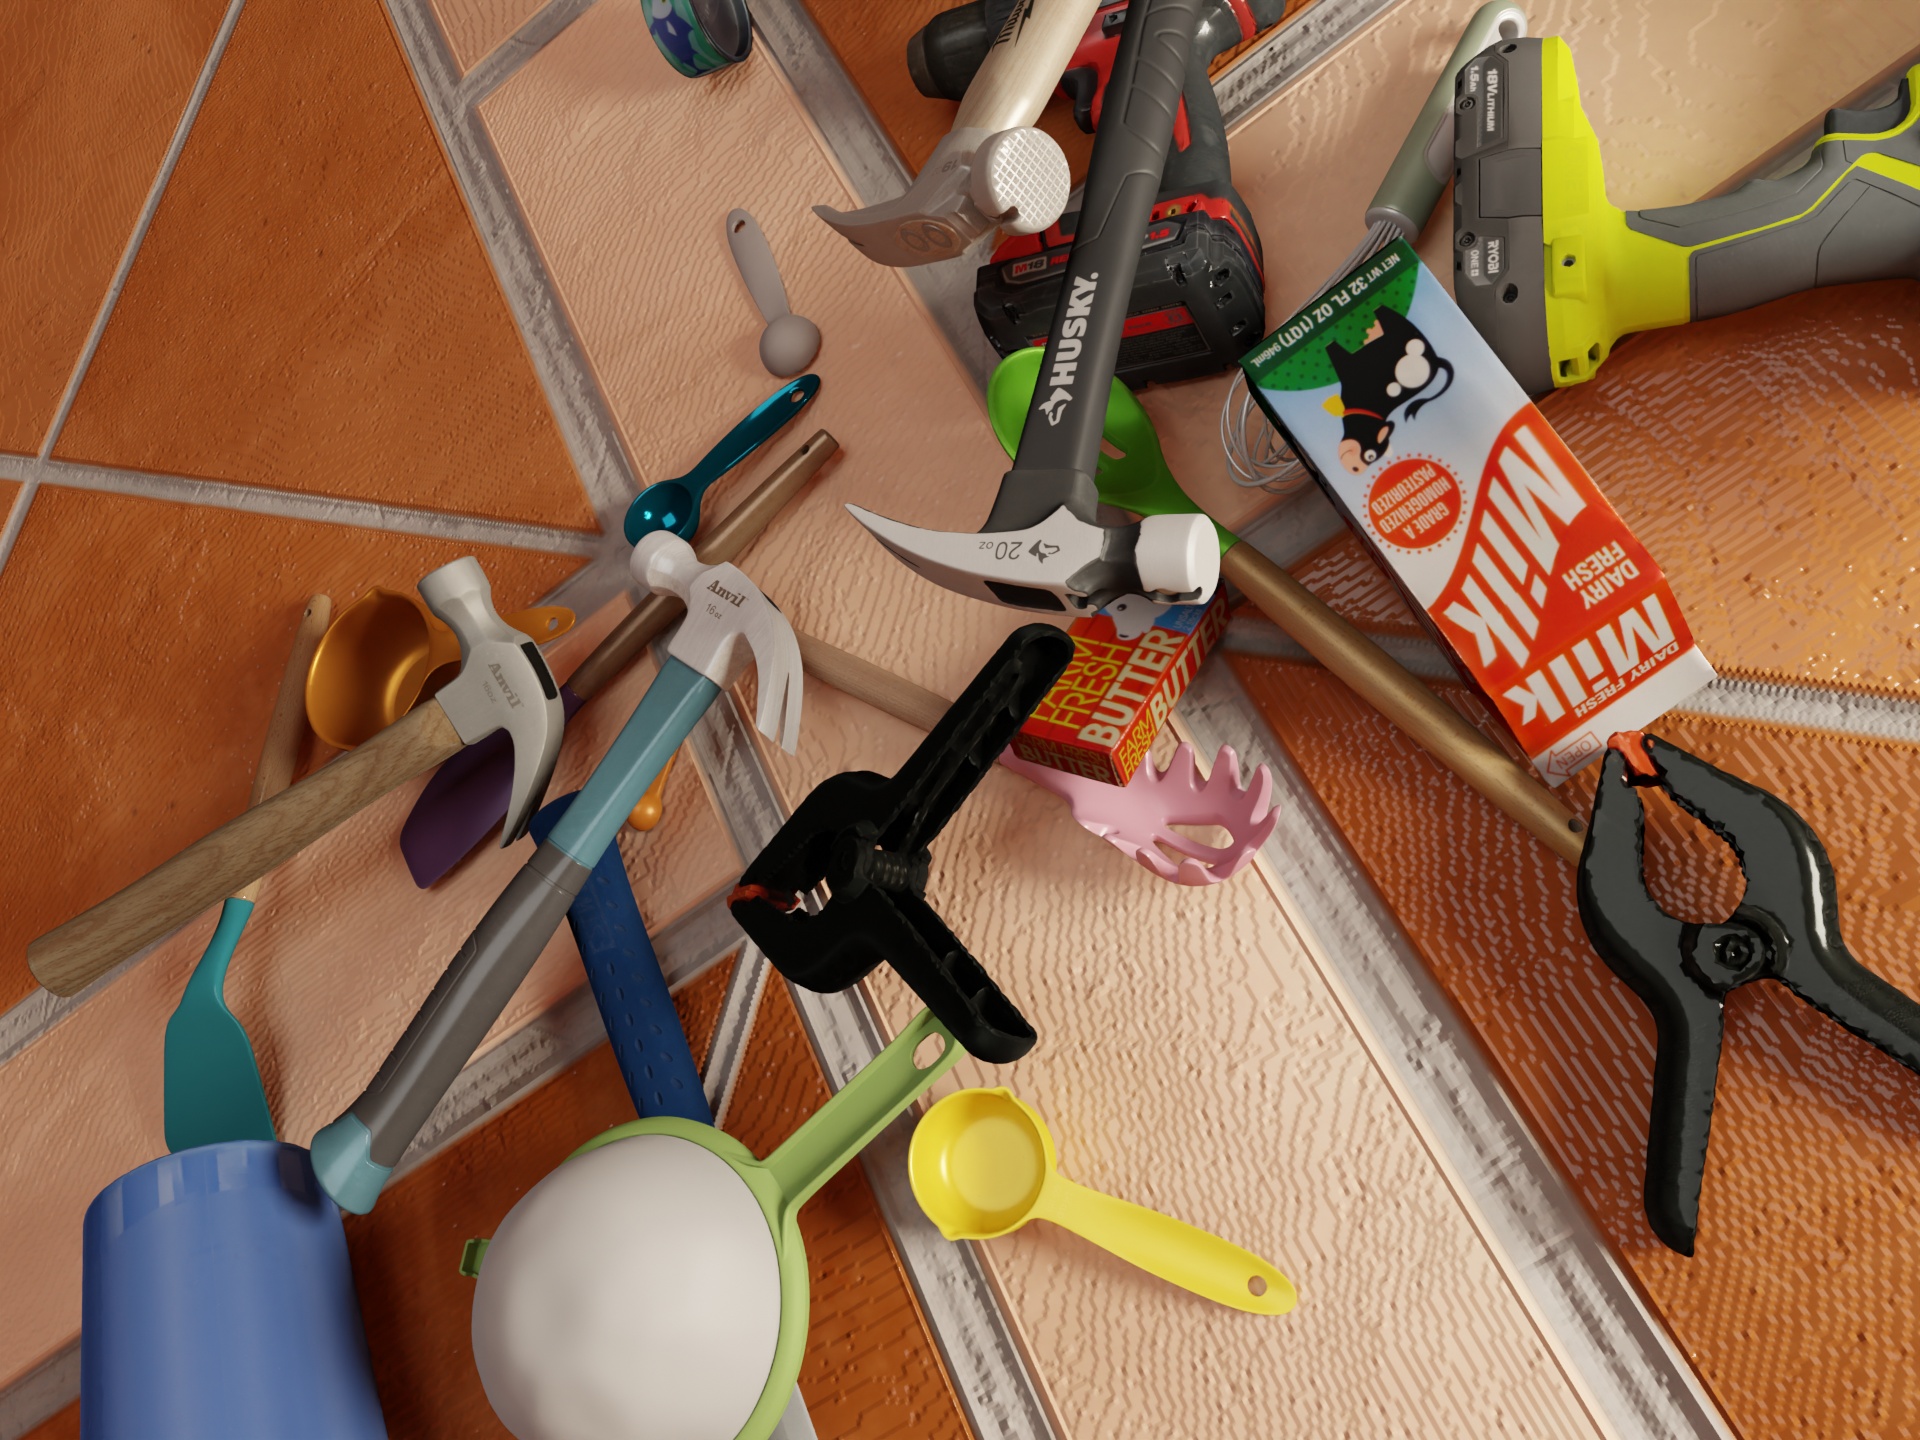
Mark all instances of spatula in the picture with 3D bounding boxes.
[{"bbox_3d":[-0.382,0.078,0.874,0.082,0.044,0.318,-6,65,26],"label":"spatula"},{"bbox_3d":[-0.178,-0.034,0.808,0.316,0.018,0.060,-43,54,9],"label":"spatula"}]

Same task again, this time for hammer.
[{"bbox_3d":[-0.341,0.055,0.803,0.331,0.031,0.130,-30,93,14],"label":"hammer"},{"bbox_3d":[-0.115,0.206,0.680,0.144,0.035,0.406,-35,60,12],"label":"hammer"},{"bbox_3d":[-0.187,0.071,0.725,0.128,0.033,0.331,30,83,31],"label":"hammer"},{"bbox_3d":[0.056,-0.197,0.639,0.146,0.035,0.335,3,68,29],"label":"hammer"},{"bbox_3d":[0.073,-0.372,0.681,0.146,0.038,0.411,13,72,55],"label":"hammer"}]

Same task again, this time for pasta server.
[{"bbox_3d":[-0.001,-0.002,0.694,0.316,0.040,0.060,25,60,33],"label":"pasta server"}]

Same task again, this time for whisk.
[{"bbox_3d":[0.178,-0.201,0.668,0.246,0.057,0.059,-61,29,-8],"label":"whisk"}]

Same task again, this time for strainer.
[{"bbox_3d":[-0.101,0.194,0.615,0.256,0.069,0.152,-44,59,9],"label":"strainer"}]

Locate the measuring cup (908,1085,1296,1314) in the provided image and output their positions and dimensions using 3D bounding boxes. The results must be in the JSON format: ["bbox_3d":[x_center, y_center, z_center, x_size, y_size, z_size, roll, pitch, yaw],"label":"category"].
[{"bbox_3d":[0.054,0.190,0.611,0.156,0.029,0.062,19,82,19],"label":"measuring cup"}]

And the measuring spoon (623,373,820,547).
[{"bbox_3d":[-0.117,-0.129,0.816,0.128,0.021,0.042,-42,55,-2],"label":"measuring spoon"}]

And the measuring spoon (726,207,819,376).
[{"bbox_3d":[-0.107,-0.232,0.842,0.034,0.018,0.124,-31,60,15],"label":"measuring spoon"}]

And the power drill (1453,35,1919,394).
[{"bbox_3d":[0.305,-0.211,0.587,0.228,0.080,0.191,-2,73,24],"label":"power drill"}]

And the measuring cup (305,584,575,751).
[{"bbox_3d":[-0.259,-0.027,0.830,0.173,0.052,0.095,-12,67,22],"label":"measuring cup"}]

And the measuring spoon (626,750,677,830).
[{"bbox_3d":[-0.144,-0.003,0.783,0.021,0.011,0.117,6,75,29],"label":"measuring spoon"}]

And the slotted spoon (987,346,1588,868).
[{"bbox_3d":[0.125,-0.049,0.632,0.070,0.031,0.314,-34,64,-26],"label":"slotted spoon"}]

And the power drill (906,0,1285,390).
[{"bbox_3d":[0.056,-0.266,0.738,0.188,0.080,0.227,-6,67,25],"label":"power drill"}]
